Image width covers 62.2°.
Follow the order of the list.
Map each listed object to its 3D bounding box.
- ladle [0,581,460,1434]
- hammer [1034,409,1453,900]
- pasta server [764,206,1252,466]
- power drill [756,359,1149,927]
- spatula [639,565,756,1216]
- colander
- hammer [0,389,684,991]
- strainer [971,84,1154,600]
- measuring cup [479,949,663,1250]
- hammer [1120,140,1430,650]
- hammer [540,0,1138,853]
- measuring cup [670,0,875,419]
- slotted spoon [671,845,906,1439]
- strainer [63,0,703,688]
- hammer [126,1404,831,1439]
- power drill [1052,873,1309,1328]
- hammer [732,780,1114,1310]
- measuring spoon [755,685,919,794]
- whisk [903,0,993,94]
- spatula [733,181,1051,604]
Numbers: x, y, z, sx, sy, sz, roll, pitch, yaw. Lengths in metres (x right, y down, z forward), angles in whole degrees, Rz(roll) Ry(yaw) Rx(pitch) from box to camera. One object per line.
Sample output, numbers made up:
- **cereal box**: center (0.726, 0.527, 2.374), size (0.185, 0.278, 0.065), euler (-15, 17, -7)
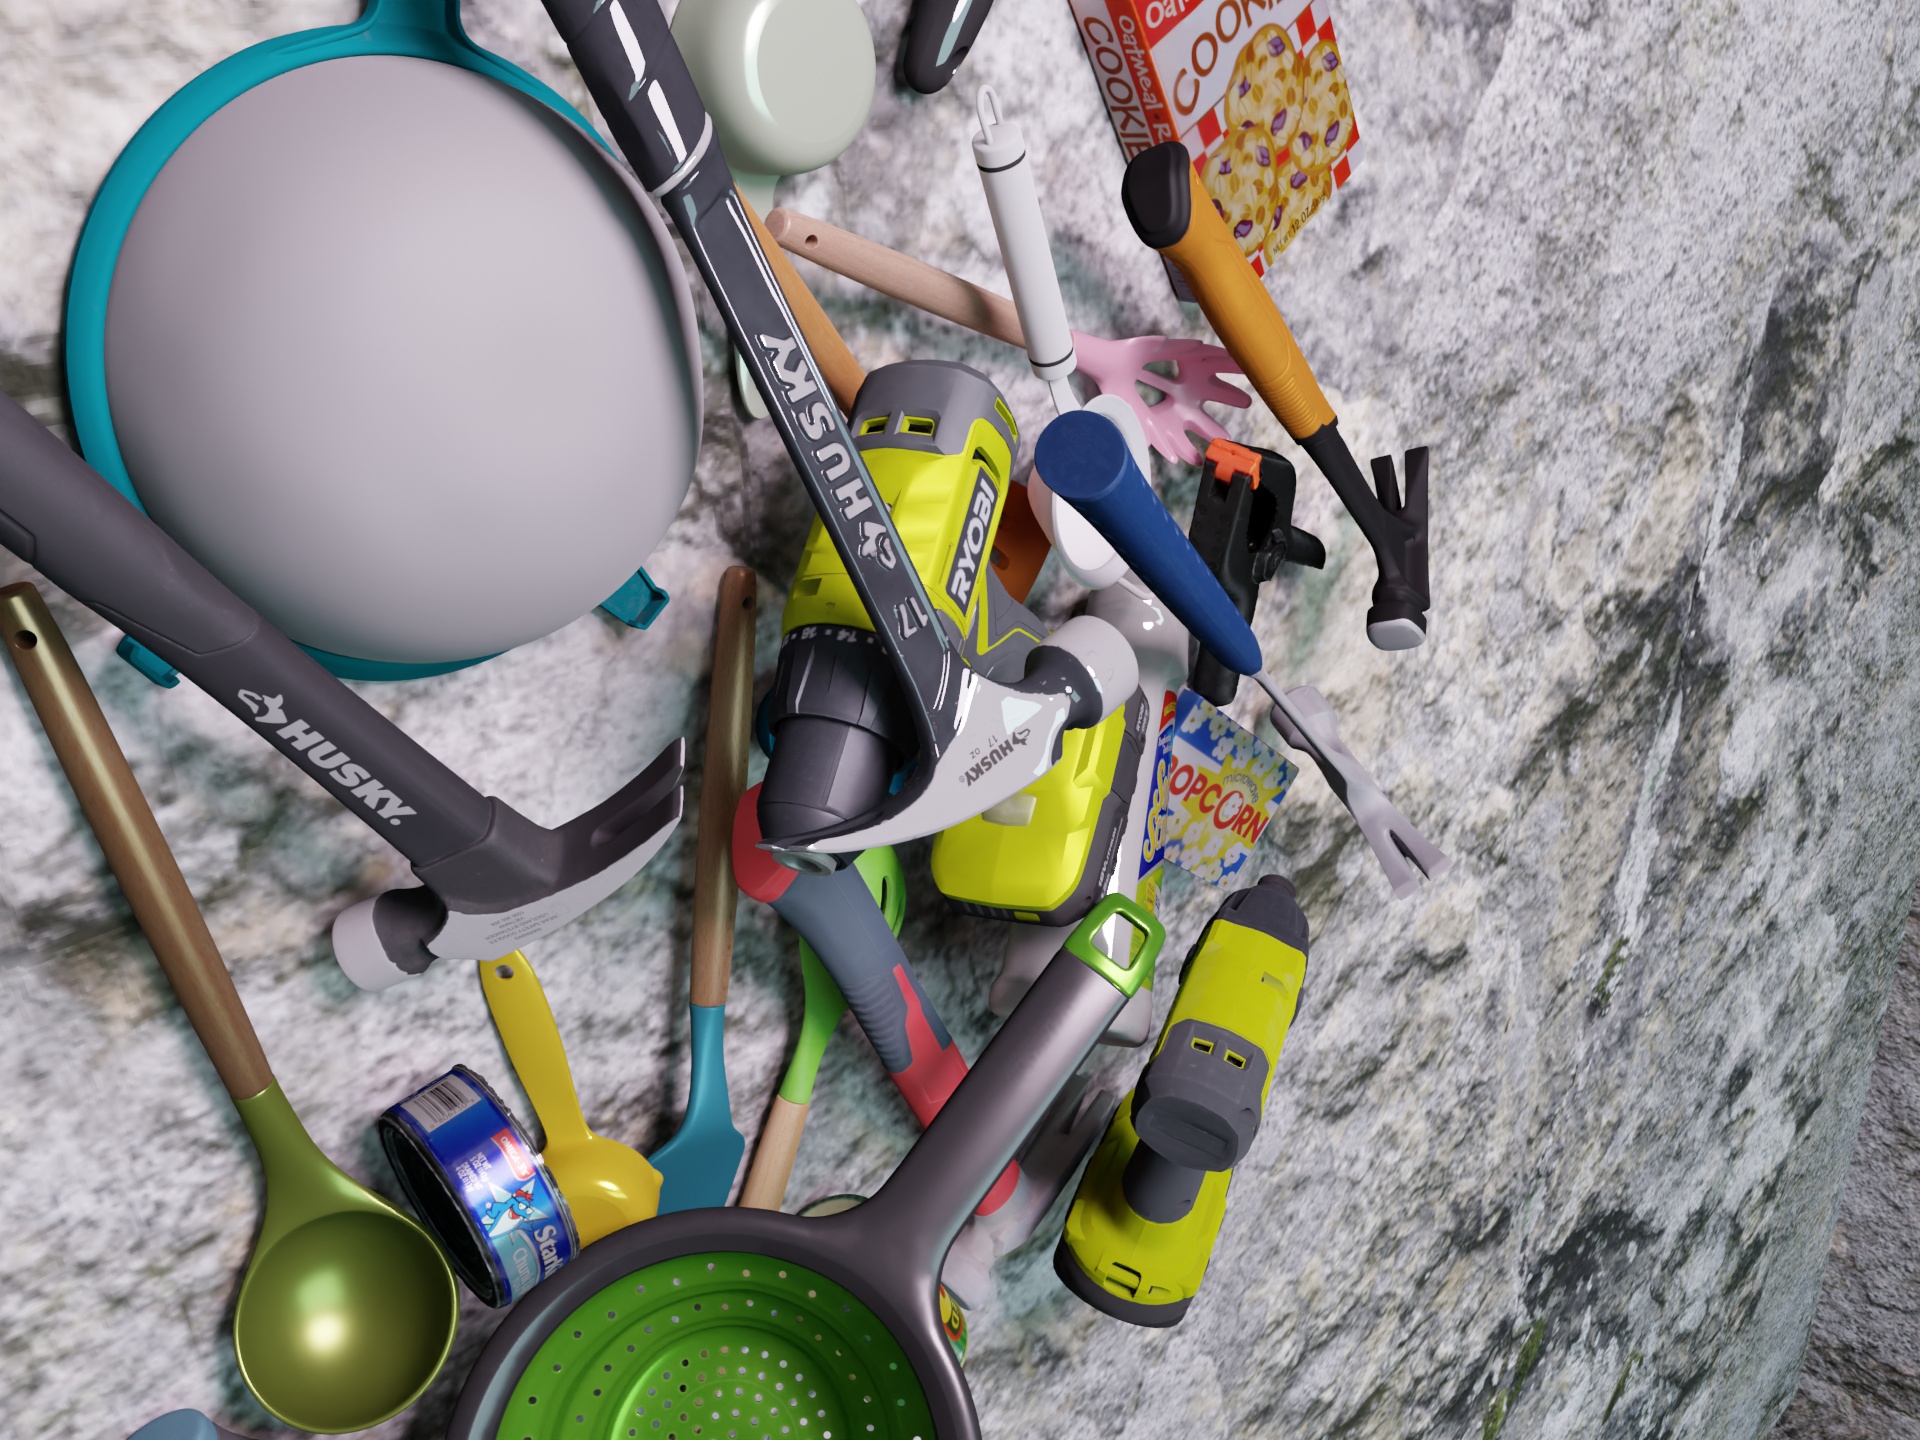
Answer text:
- **ladle**: center (-0.243, 0.106, 0.521), size (0.078, 0.062, 0.320), euler (-18, 118, -13)
- **hammer**: center (0.140, -0.024, 0.749), size (0.035, 0.144, 0.405), euler (-38, 146, 11)
- **pasta server**: center (0.034, -0.167, 0.691), size (0.316, 0.040, 0.060), euler (4, 118, -53)
- **power drill**: center (-0.001, -0.002, 0.632), size (0.228, 0.080, 0.191), euler (51, 49, -56)
- **spatula**: center (-0.113, 0.091, 0.675), size (0.082, 0.044, 0.317), euler (-3, 103, -44)
- **colander**: center (-0.045, 0.238, 0.654), size (0.397, 0.204, 0.094), euler (-51, 173, -16)
- **hammer**: center (-0.214, -0.033, 0.440), size (0.146, 0.035, 0.334), euler (-23, 135, 15)
- **strainer**: center (0.039, -0.146, 0.663), size (0.087, 0.050, 0.258), euler (-59, 147, -30)
- **measuring cup**: center (-0.162, 0.157, 0.629), size (0.062, 0.029, 0.156), euler (-13, 113, -2)
- **hammer**: center (0.167, -0.165, 0.784), size (0.336, 0.034, 0.127), euler (39, 51, -48)
- **hammer**: center (-0.078, -0.146, 0.469), size (0.149, 0.036, 0.408), euler (-38, 110, -33)
- **measuring cup**: center (-0.066, -0.195, 0.593), size (0.083, 0.038, 0.167), euler (-14, 114, -42)
- **slotted spoon**: center (-0.084, 0.201, 0.745), size (0.070, 0.031, 0.314), euler (10, 100, -54)
- **strainer**: center (-0.146, -0.165, 0.481), size (0.211, 0.095, 0.340), euler (-11, 115, -43)
- **hammer**: center (-0.195, 0.329, 0.666), size (0.128, 0.033, 0.330), euler (-55, 135, -2)
- **power drill**: center (0.121, 0.197, 0.825), size (0.171, 0.080, 0.223), euler (-56, 164, -47)
- **hammer**: center (-0.011, 0.144, 0.752), size (0.143, 0.038, 0.385), euler (-50, 142, -24)
- **measuring spoon**: center (-0.053, 0.012, 0.713), size (0.128, 0.021, 0.042), euler (32, 79, -57)
- **whisk**: center (0.030, -0.360, 0.625), size (0.055, 0.055, 0.239), euler (19, 96, -48)
- **spatula**: center (-0.036, -0.129, 0.622), size (0.081, 0.041, 0.322), euler (-61, 152, -11)
